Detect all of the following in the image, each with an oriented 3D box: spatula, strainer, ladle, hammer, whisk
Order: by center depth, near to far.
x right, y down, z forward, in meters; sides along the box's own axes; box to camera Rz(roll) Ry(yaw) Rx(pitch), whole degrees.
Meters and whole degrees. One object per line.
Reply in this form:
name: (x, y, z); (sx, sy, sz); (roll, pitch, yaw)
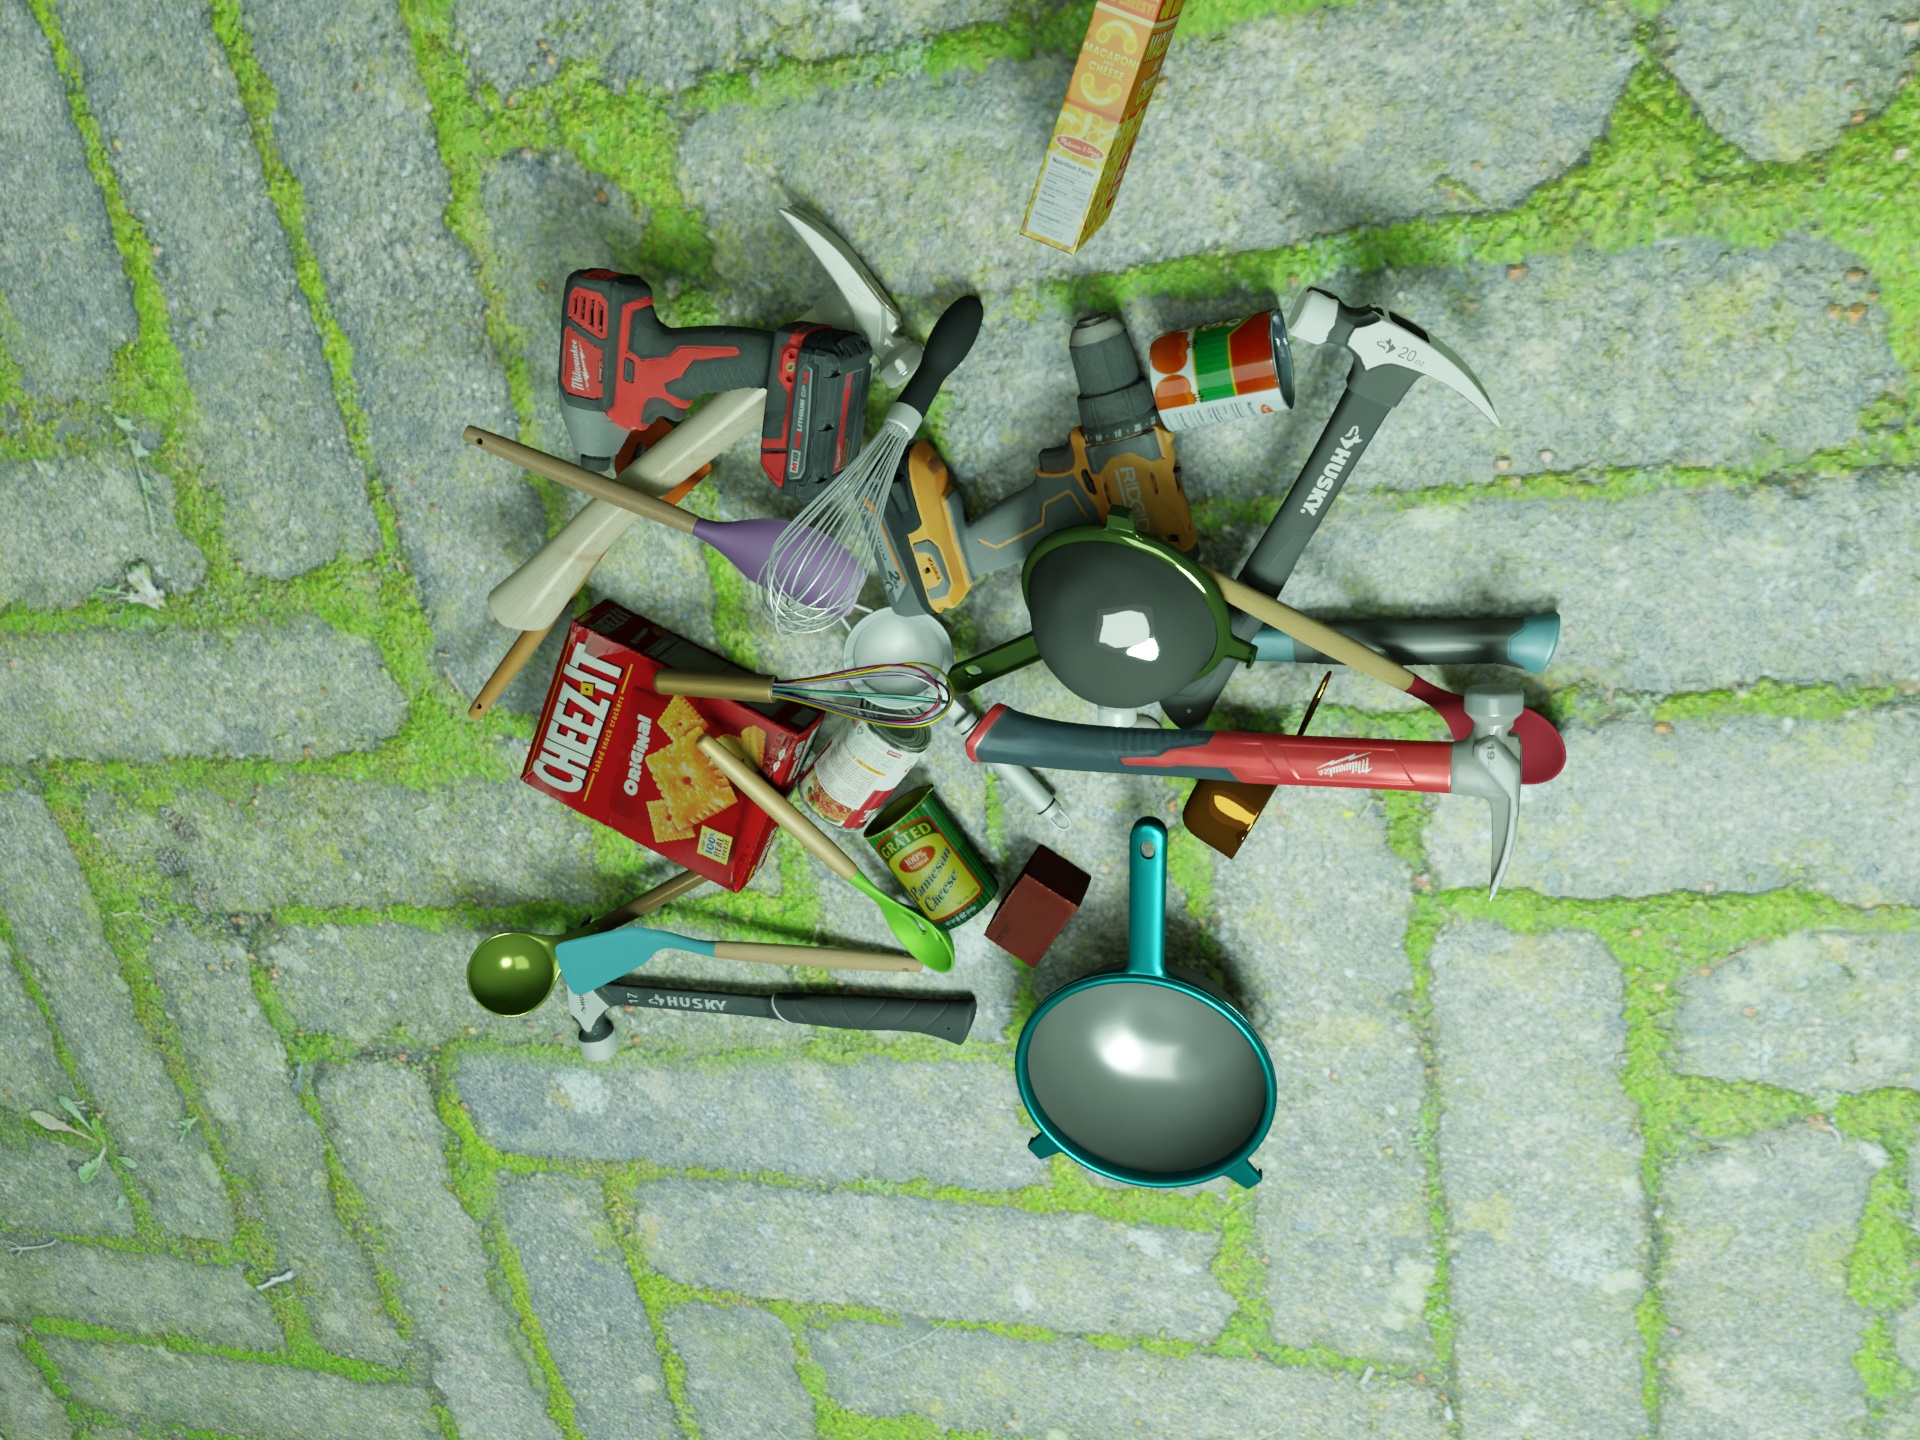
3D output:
hammer: (0.223, -0.119, 1.070); (0.146, 0.035, 0.334); (19, 127, -8)
whisk: (-0.054, -0.177, 1.080); (0.070, 0.285, 0.070); (26, 162, 9)
ladle: (0.286, -0.036, 1.093); (0.315, 0.031, 0.069); (26, 139, -15)
strainer: (0.067, -0.044, 1.110); (0.151, 0.069, 0.256); (44, 141, -22)
hammer: (0.189, 0.040, 1.117); (0.386, 0.038, 0.143); (3, 102, 21)
hammer: (0.255, -0.054, 1.144); (0.331, 0.033, 0.128); (0, 117, 19)
spatula: (-0.221, -0.157, 1.189); (0.316, 0.018, 0.059); (21, 113, -2)
hammer: (-0.221, -0.206, 1.201); (0.410, 0.038, 0.146); (-35, 99, 22)
whisk: (-0.122, -0.026, 1.226); (0.245, 0.051, 0.047); (4, 99, 15)
strainer: (-0.002, -0.004, 1.251); (0.087, 0.050, 0.258); (-41, 101, 16)
strainer: (0.154, 0.214, 1.281); (0.211, 0.095, 0.340); (4, 115, 14)
spatula: (-0.315, -0.115, 1.288); (0.081, 0.041, 0.322); (40, 110, -4)
spatula: (-0.192, 0.213, 1.400); (0.317, 0.044, 0.082); (3, 138, 5)
ladle: (-0.305, 0.176, 1.416); (0.320, 0.062, 0.078); (-28, 90, 17)
hammer: (-0.180, 0.256, 1.452); (0.409, 0.036, 0.149); (0, 115, 18)

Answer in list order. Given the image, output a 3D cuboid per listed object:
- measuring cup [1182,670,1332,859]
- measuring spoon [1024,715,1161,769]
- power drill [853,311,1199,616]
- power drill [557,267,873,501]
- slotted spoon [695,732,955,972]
measuring cup: (0.215, 0.022, 1.159); (0.052, 0.095, 0.173); (30, 127, 13)
measuring spoon: (0.099, 0.024, 1.246); (0.124, 0.018, 0.034); (-13, 111, 25)
power drill: (0.042, -0.176, 1.131); (0.226, 0.084, 0.185); (-11, 111, 19)
power drill: (-0.182, -0.229, 1.125); (0.220, 0.078, 0.143); (15, 112, 12)
slotted spoon: (-0.104, 0.110, 1.299); (0.070, 0.031, 0.313); (-1, 141, 50)
